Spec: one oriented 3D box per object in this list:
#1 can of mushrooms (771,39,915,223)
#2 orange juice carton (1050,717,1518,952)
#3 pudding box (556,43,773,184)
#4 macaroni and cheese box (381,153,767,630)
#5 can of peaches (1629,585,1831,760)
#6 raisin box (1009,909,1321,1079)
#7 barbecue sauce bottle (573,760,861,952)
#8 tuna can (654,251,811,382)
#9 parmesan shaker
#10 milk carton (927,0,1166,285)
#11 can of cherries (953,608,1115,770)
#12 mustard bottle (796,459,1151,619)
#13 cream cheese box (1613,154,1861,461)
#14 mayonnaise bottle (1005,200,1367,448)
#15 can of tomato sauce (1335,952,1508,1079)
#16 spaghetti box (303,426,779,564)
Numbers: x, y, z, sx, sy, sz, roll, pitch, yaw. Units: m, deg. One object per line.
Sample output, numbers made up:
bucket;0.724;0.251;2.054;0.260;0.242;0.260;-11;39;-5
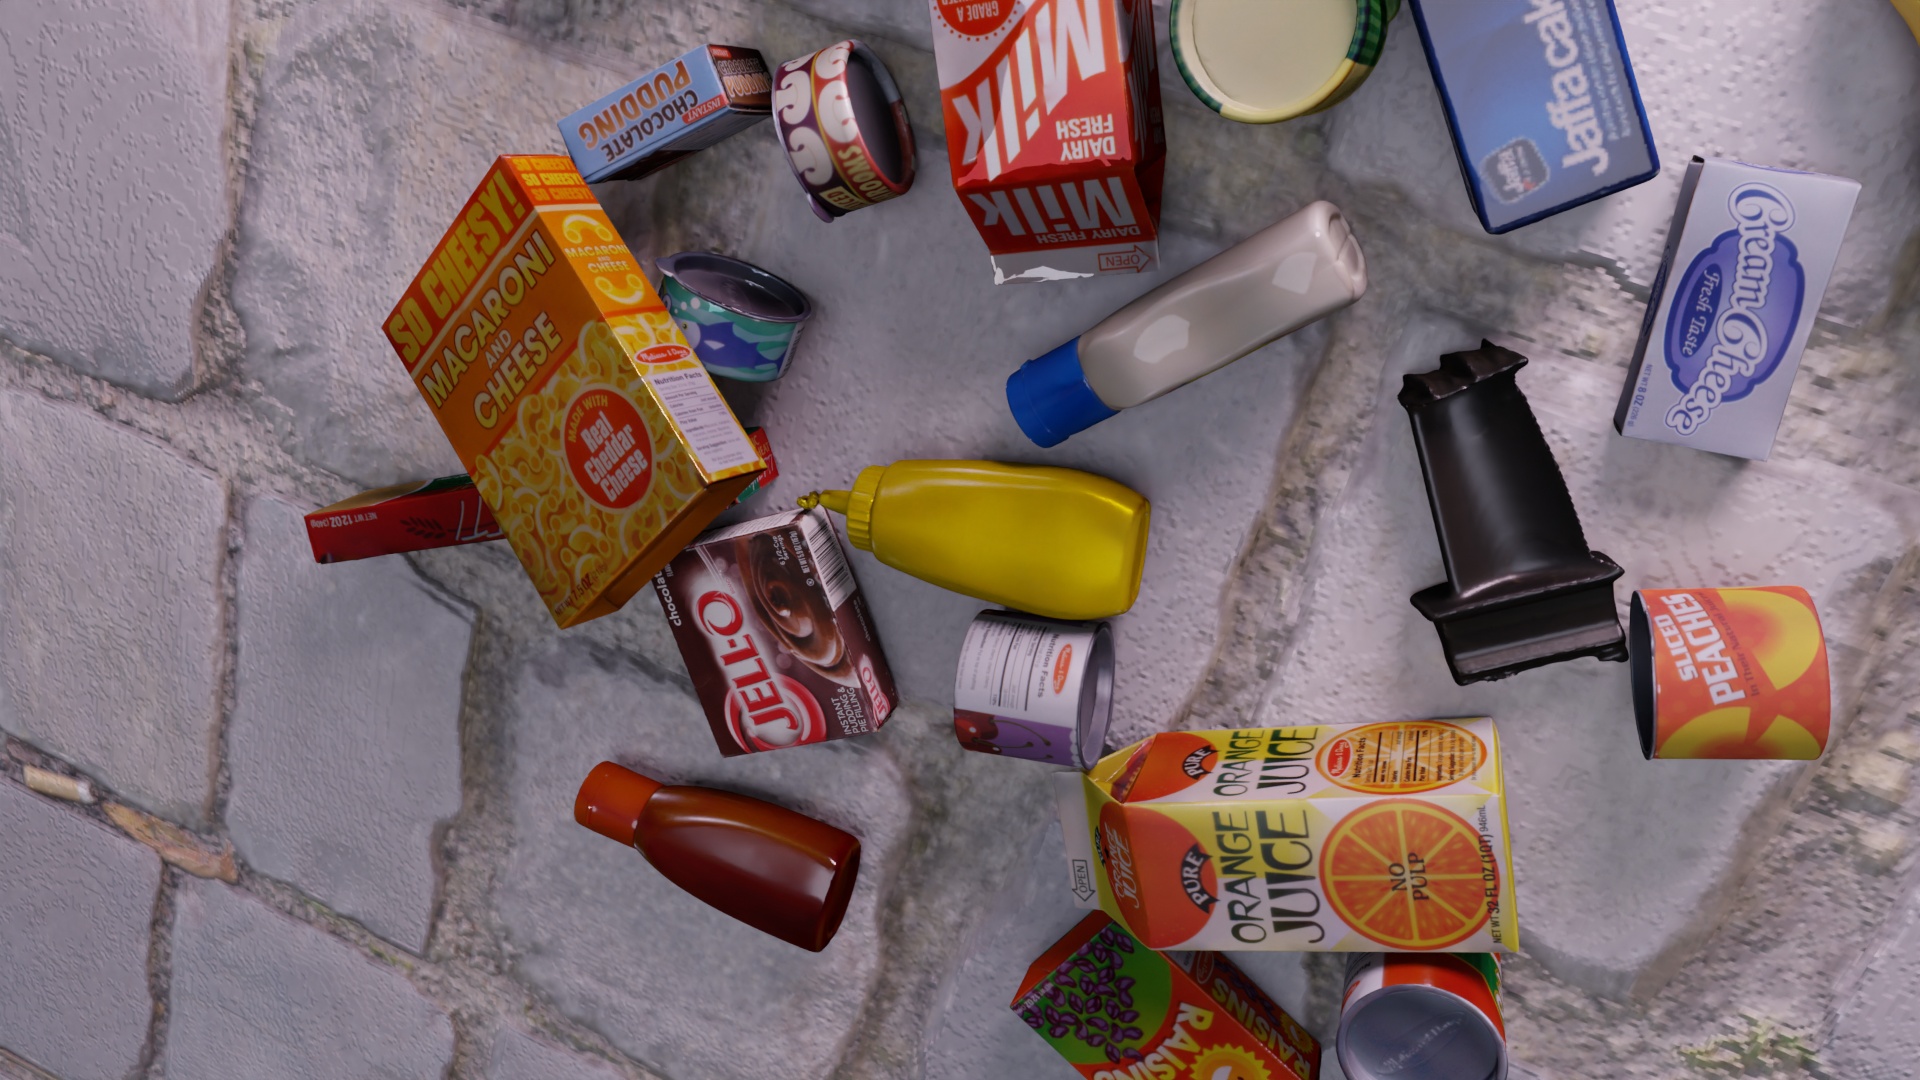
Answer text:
can of mushrooms;-0.047;-0.168;0.573;0.033;0.071;0.071;-13;103;21
orange juice carton;0.136;0.128;0.603;0.192;0.073;0.071;-6;105;21
pudding box;-0.127;-0.185;0.606;0.083;0.050;0.030;-18;99;24
macaroni and cheese box;-0.172;-0.063;0.606;0.123;0.040;0.166;-38;80;34
can of peaches;0.289;0.049;0.526;0.058;0.071;0.071;-3;107;19
raisin box;0.099;0.235;0.670;0.123;0.040;0.085;43;115;1
barbecue sauce bottle;-0.128;0.158;0.722;0.148;0.044;0.064;19;112;13
tuna can;-0.105;-0.100;0.615;0.071;0.071;0.032;28;115;9
parmesan shaker;0.117;-0.184;0.491;0.071;0.103;0.071;6;109;17
milk carton;0.034;-0.195;0.533;0.072;0.074;0.190;-2;107;20
can of cherries;0.035;0.067;0.624;0.058;0.072;0.071;5;109;18
mustard bottle;0.002;-0.008;0.618;0.160;0.049;0.065;12;100;16
cream cheese box;0.283;-0.085;0.510;0.053;0.024;0.103;12;111;14
mayonnaise bottle;0.088;-0.083;0.559;0.147;0.065;0.041;-26;101;29
can of tomato sauce;0.200;0.196;0.597;0.071;0.083;0.071;6;109;17
spaghetti box;-0.211;-0.021;0.688;0.250;0.050;0.028;-7;106;21
